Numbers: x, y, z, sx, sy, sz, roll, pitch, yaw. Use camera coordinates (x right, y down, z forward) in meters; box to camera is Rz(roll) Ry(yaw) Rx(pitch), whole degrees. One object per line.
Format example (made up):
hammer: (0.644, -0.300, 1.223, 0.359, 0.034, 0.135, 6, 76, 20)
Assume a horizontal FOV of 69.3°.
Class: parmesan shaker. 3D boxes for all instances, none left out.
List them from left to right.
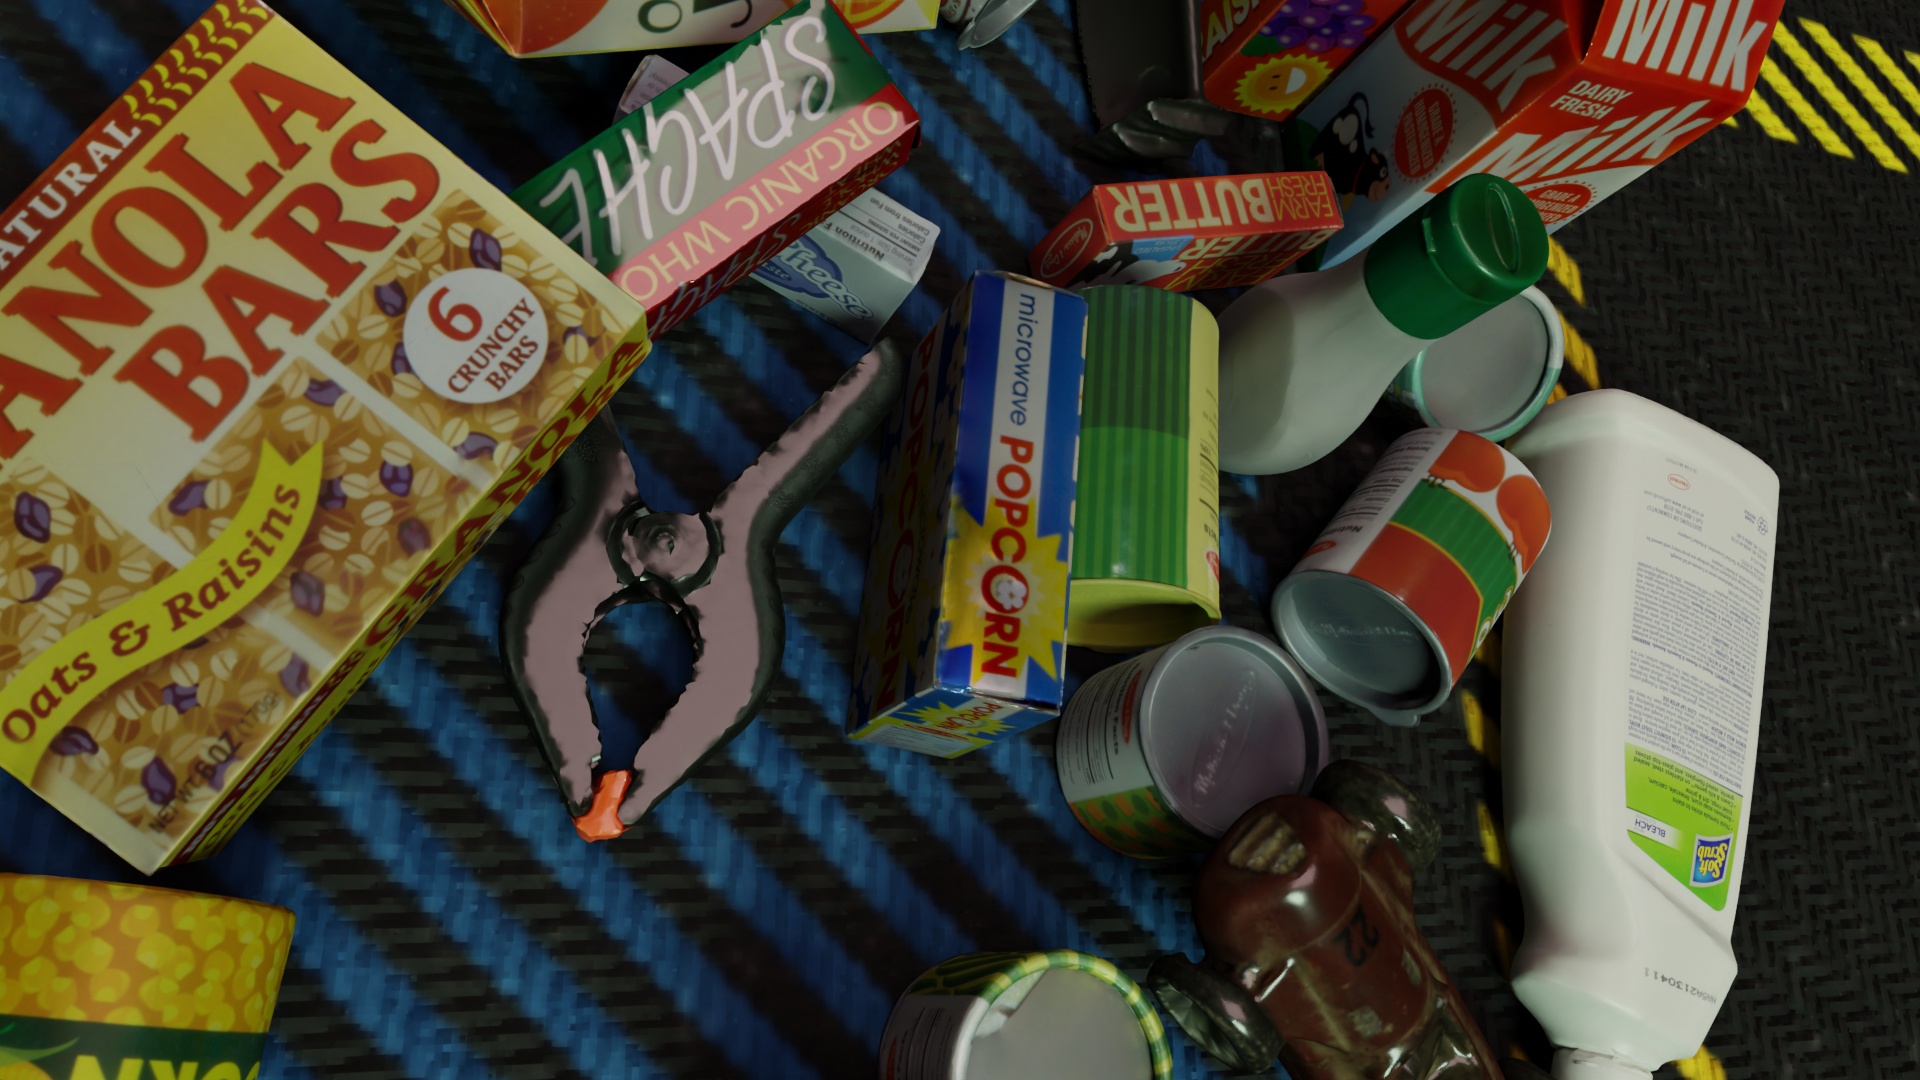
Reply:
parmesan shaker: (0.051, -0.022, 0.455, 0.071, 0.071, 0.103, 12, 67, -19)

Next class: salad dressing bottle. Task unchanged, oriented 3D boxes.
salad dressing bottle: (0.124, -0.066, 0.452, 0.044, 0.147, 0.064, 3, 73, -22)

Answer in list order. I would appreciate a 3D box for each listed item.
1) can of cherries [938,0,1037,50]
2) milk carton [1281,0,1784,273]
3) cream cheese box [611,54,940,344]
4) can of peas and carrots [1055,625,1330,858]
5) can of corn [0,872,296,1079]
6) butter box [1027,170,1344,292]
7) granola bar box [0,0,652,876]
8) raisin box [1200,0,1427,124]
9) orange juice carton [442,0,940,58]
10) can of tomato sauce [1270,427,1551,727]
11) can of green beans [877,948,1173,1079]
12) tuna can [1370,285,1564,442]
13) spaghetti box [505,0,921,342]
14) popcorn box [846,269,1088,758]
can of cherries: (0.005, -0.222, 0.500, 0.058, 0.071, 0.072, 47, 62, -3)
milk carton: (0.200, -0.160, 0.491, 0.072, 0.190, 0.073, 4, 72, -22)
cream cheese box: (-0.062, -0.106, 0.440, 0.104, 0.053, 0.024, 29, 67, -12)
can of peas and carrots: (0.073, 0.066, 0.437, 0.071, 0.058, 0.071, 7, 71, -22)
can of corn: (-0.187, 0.108, 0.307, 0.071, 0.071, 0.058, 13, 68, -19)
butter box: (0.081, -0.109, 0.502, 0.104, 0.053, 0.024, -10, 80, -25)
granola bar box: (-0.174, -0.027, 0.328, 0.124, 0.039, 0.166, 39, 79, -3)
raisin box: (0.162, -0.201, 0.548, 0.123, 0.086, 0.040, 3, 73, -22)
orange juice carton: (-0.098, -0.193, 0.415, 0.193, 0.072, 0.072, -19, 45, -35)
can of tomato sauce: (0.160, 0.011, 0.488, 0.071, 0.071, 0.083, 46, 61, -3)
can of green beans: (0.017, 0.148, 0.387, 0.071, 0.057, 0.071, 7, 71, -21)
tuna can: (0.190, -0.069, 0.529, 0.071, 0.033, 0.070, -6, 112, -14)
spaghetti box: (-0.120, -0.062, 0.378, 0.250, 0.028, 0.050, -38, 91, -12)
popcorn box: (0.001, -0.005, 0.416, 0.038, 0.085, 0.127, 12, 69, -18)
